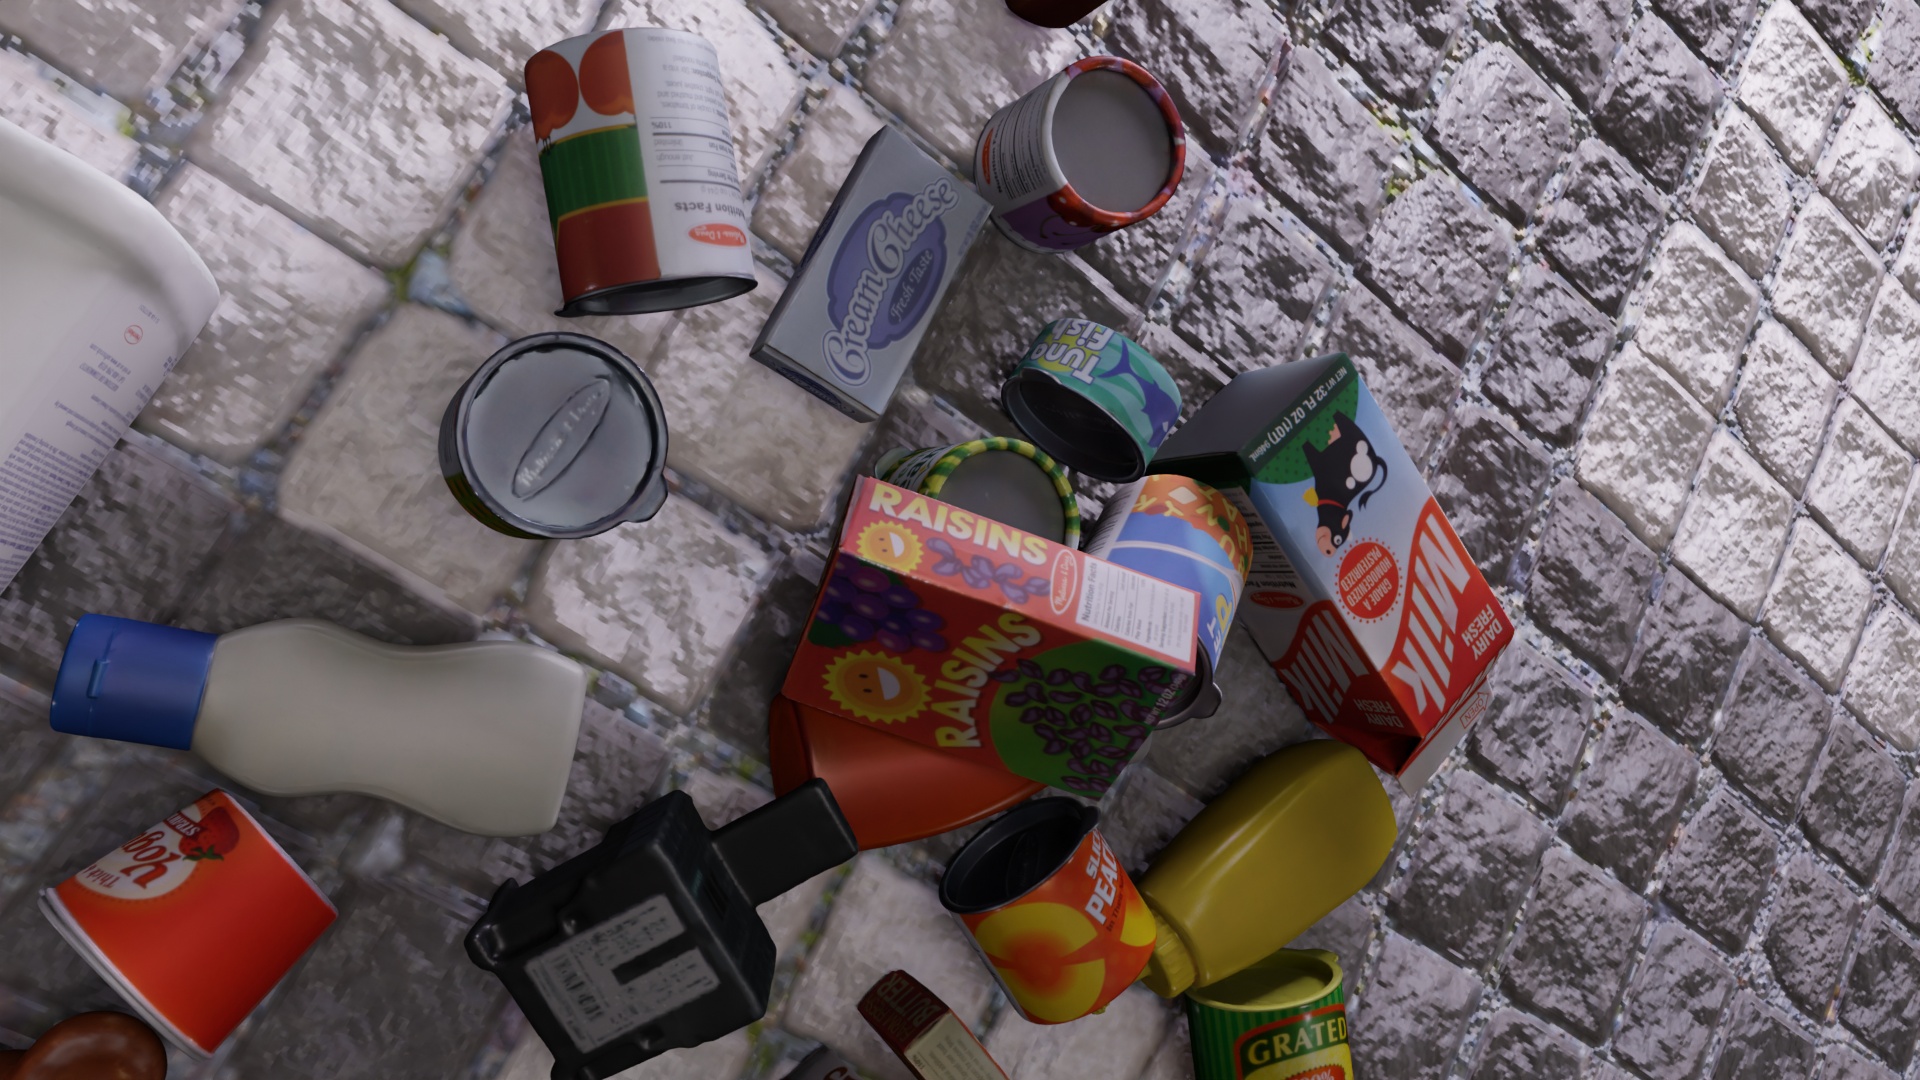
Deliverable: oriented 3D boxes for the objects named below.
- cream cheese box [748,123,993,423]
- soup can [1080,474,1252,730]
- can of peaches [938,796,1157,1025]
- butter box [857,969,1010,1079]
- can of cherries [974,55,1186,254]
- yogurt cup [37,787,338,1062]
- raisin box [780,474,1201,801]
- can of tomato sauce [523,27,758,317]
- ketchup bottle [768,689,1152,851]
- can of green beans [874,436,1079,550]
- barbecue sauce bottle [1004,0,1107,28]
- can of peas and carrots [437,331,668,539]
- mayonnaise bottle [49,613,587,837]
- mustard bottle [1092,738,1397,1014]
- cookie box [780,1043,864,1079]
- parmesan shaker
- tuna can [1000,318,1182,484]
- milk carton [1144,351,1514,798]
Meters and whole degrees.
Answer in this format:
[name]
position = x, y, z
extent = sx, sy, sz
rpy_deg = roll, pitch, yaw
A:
[cream cheese box]
position = -0.033, -0.102, 0.535
extent = 0.053, 0.024, 0.104
rpy_deg = 32, 75, -21
[soup can]
position = 0.077, 0.024, 0.543
extent = 0.071, 0.071, 0.084
rpy_deg = 52, 38, -15
[can of peaches]
position = 0.036, 0.141, 0.536
extent = 0.071, 0.071, 0.058
rpy_deg = -37, 105, -22
[butter box]
position = 0.007, 0.213, 0.529
extent = 0.024, 0.053, 0.103
rpy_deg = -41, 105, -18
[can of cherries]
position = 0.050, -0.154, 0.558
extent = 0.071, 0.058, 0.071
rpy_deg = 1, 88, -25
[yogurt cup]
position = -0.226, 0.112, 0.415
extent = 0.054, 0.072, 0.072
rpy_deg = -44, 107, -28
[raisin box]
position = 0.009, 0.036, 0.480
extent = 0.123, 0.085, 0.040
rpy_deg = 19, 46, -6
[can of tomato sauce]
position = -0.111, -0.124, 0.477
extent = 0.071, 0.071, 0.083
rpy_deg = -11, 93, -26
[ketchup bottle]
position = 0.003, 0.079, 0.536
extent = 0.149, 0.043, 0.065
rpy_deg = -5, 80, -26
[can of green beans]
position = 0.004, -0.005, 0.531
extent = 0.071, 0.058, 0.071
rpy_deg = 1, 88, -26
[barbecue sauce bottle]
position = 0.066, -0.246, 0.519
extent = 0.044, 0.148, 0.065
rpy_deg = 7, 86, -26
[can of peas and carrots]
position = -0.135, -0.032, 0.465
extent = 0.071, 0.058, 0.071
rpy_deg = 0, 89, -26
[mayonnaise bottle]
position = -0.199, 0.054, 0.442
extent = 0.148, 0.041, 0.065
rpy_deg = 14, 81, -24
[mustard bottle]
position = 0.112, 0.146, 0.584
extent = 0.161, 0.049, 0.065
rpy_deg = -30, 101, -23
[cookie box]
position = 0.006, 0.266, 0.487
extent = 0.040, 0.123, 0.167
rpy_deg = -41, 105, -22
[parmesan shaker]
position = 0.135, 0.232, 0.582
extent = 0.071, 0.071, 0.103
rpy_deg = -9, 93, -26
[tuna can]
position = 0.051, -0.057, 0.550
extent = 0.071, 0.071, 0.033
rpy_deg = 40, 71, -19
[milk carton]
position = 0.169, 0.019, 0.602
extent = 0.072, 0.073, 0.190
rpy_deg = -41, 106, -21
